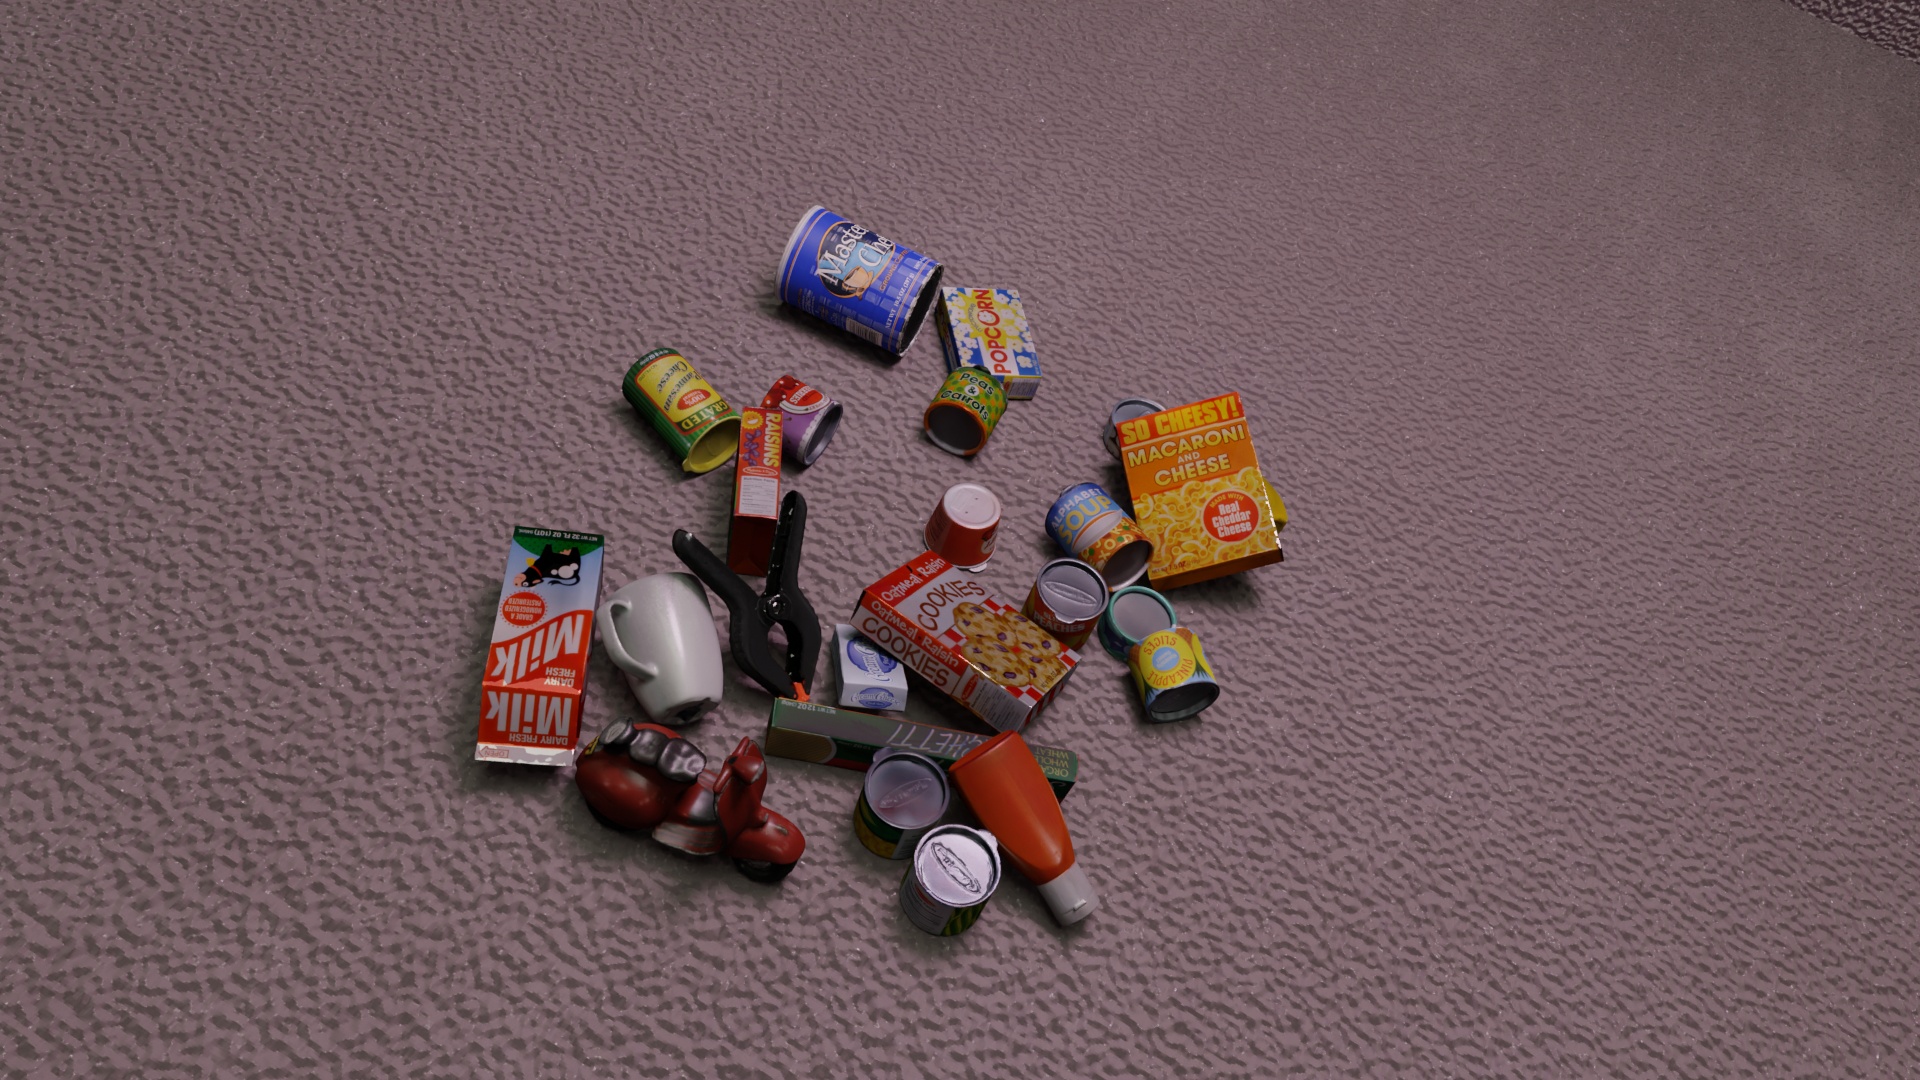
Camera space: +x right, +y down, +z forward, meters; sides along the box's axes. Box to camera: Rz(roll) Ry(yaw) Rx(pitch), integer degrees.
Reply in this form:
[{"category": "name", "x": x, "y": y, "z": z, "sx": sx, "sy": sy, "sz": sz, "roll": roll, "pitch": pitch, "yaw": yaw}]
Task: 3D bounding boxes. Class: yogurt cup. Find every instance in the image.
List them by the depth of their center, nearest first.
[{"category": "yogurt cup", "x": 0.005, "y": -0.016, "z": 1.263, "sx": 0.072, "sy": 0.053, "sz": 0.073, "roll": 8, "pitch": 51, "yaw": -10}]

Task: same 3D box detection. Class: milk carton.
[{"category": "milk carton", "x": -0.323, "y": 0.087, "z": 1.074, "sx": 0.072, "sy": 0.073, "sz": 0.191, "roll": 6, "pitch": 52, "yaw": -12}]

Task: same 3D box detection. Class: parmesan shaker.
[{"category": "parmesan shaker", "x": -0.253, "y": -0.118, "z": 1.260, "sx": 0.071, "sy": 0.071, "sz": 0.103, "roll": -32, "pitch": 67, "yaw": -33}]

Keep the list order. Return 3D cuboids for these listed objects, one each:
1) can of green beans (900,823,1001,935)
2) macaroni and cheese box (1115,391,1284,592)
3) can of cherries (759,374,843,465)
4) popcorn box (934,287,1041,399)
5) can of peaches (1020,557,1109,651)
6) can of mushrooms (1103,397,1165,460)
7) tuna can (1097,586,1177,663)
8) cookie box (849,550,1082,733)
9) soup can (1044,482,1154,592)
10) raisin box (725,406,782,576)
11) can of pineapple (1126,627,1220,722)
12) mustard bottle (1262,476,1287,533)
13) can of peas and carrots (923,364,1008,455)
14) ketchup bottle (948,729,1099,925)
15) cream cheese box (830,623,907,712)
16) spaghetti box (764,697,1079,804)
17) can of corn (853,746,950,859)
[{"category": "can of green beans", "x": -0.008, "y": 0.256, "z": 1.044, "sx": 0.071, "sy": 0.057, "sz": 0.071, "roll": 8, "pitch": 51, "yaw": -10}, {"category": "macaroni and cheese box", "x": 0.223, "y": -0.046, "z": 1.308, "sx": 0.124, "sy": 0.040, "sz": 0.167, "roll": -14, "pitch": 64, "yaw": 10}, {"category": "can of cherries", "x": -0.150, "y": -0.113, "z": 1.283, "sx": 0.058, "sy": 0.071, "sz": 0.072, "roll": 30, "pitch": 51, "yaw": 9}, {"category": "popcorn box", "x": 0.027, "y": -0.203, "z": 1.426, "sx": 0.085, "sy": 0.038, "sz": 0.127, "roll": -1, "pitch": 53, "yaw": -16}, {"category": "can of peaches", "x": 0.090, "y": 0.060, "z": 1.226, "sx": 0.071, "sy": 0.057, "sz": 0.071, "roll": 8, "pitch": 52, "yaw": -11}, {"category": "can of mushrooms", "x": 0.181, "y": -0.108, "z": 1.400, "sx": 0.071, "sy": 0.033, "sz": 0.071, "roll": 8, "pitch": 51, "yaw": -10}, {"category": "tuna can", "x": 0.158, "y": 0.074, "z": 1.251, "sx": 0.071, "sy": 0.032, "sz": 0.071, "roll": 8, "pitch": 52, "yaw": -10}, {"category": "cookie box", "x": 0.006, "y": 0.083, "z": 1.165, "sx": 0.167, "sy": 0.040, "sz": 0.123, "roll": 35, "pitch": 26, "yaw": 12}, {"category": "soup can", "x": 0.126, "y": -0.004, "z": 1.268, "sx": 0.071, "sy": 0.071, "sz": 0.084, "roll": -18, "pitch": 48, "yaw": -27}, {"category": "raisin box", "x": -0.179, "y": -0.044, "z": 1.211, "sx": 0.040, "sy": 0.085, "sz": 0.124, "roll": 5, "pitch": 52, "yaw": -11}, {"category": "can of pineapple", "x": 0.183, "y": 0.116, "z": 1.202, "sx": 0.071, "sy": 0.070, "sz": 0.058, "roll": -5, "pitch": 54, "yaw": -20}, {"category": "mustard bottle", "x": 0.255, "y": -0.062, "z": 1.367, "sx": 0.049, "sy": 0.065, "sz": 0.161, "roll": 6, "pitch": 42, "yaw": -44}, {"category": "can of peas and carrots", "x": 0.006, "y": -0.126, "z": 1.339, "sx": 0.071, "sy": 0.070, "sz": 0.059, "roll": 26, "pitch": 51, "yaw": 5}, {"category": "ketchup bottle", "x": 0.054, "y": 0.223, "z": 1.066, "sx": 0.065, "sy": 0.043, "sz": 0.149, "roll": -31, "pitch": 89, "yaw": -12}, {"category": "cream cheese box", "x": -0.076, "y": 0.104, "z": 1.136, "sx": 0.053, "sy": 0.024, "sz": 0.104, "roll": 7, "pitch": 22, "yaw": -12}, {"category": "spaghetti box", "x": -0.030, "y": 0.170, "z": 1.110, "sx": 0.250, "sy": 0.050, "sz": 0.029, "roll": 11, "pitch": 53, "yaw": -8}, {"category": "can of corn", "x": -0.048, "y": 0.203, "z": 1.074, "sx": 0.071, "sy": 0.058, "sz": 0.071, "roll": 8, "pitch": 52, "yaw": -10}]
